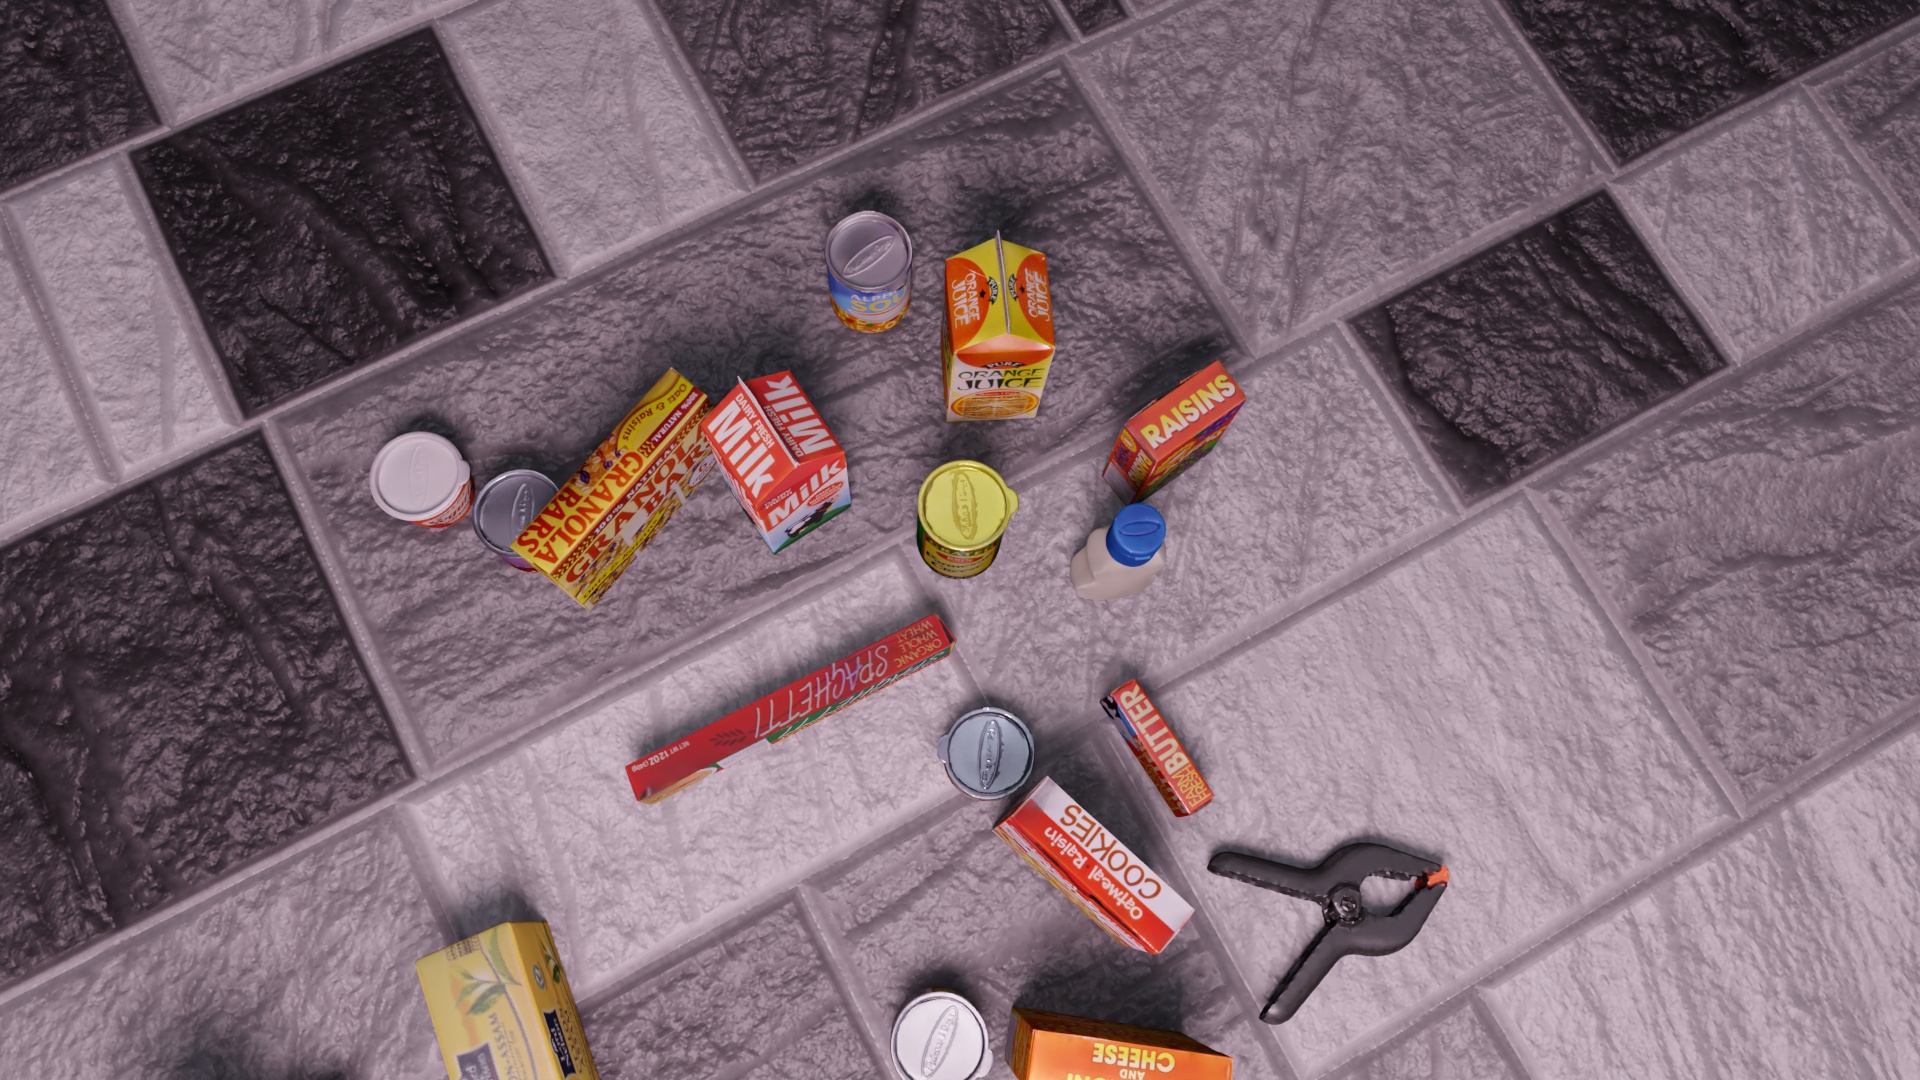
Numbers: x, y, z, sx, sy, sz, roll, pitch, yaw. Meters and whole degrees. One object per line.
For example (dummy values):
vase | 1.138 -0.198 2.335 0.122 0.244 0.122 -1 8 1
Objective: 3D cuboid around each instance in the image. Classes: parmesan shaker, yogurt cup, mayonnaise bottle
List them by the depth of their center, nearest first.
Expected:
mayonnaise bottle | 0.117 0.009 0.996 0.065 0.147 0.041 -8 76 -4
parmesan shaker | 0.004 -0.013 1.020 0.071 0.103 0.071 1 76 -2
yogurt cup | -0.397 -0.042 1.035 0.072 0.054 0.072 1 76 -2

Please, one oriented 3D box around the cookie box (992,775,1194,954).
cookie box | 0.083 0.219 0.929 0.123 0.167 0.040 41 78 8

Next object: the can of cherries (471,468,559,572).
can of cherries | -0.317 -0.012 1.029 0.071 0.058 0.071 1 76 -2

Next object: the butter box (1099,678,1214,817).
butter box | 0.142 0.151 1.009 0.024 0.053 0.103 -32 79 -9

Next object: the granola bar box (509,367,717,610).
granola bar box | -0.240 -0.033 1.004 0.039 0.124 0.166 37 77 7

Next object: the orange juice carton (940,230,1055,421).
orange juice carton | 0.025 -0.151 1.011 0.073 0.192 0.072 -4 76 -3

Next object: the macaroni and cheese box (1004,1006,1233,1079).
macaroni and cheese box | 0.097 0.337 0.899 0.124 0.166 0.040 8 76 0

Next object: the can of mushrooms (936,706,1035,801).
can of mushrooms | 0.018 0.156 1.012 0.071 0.033 0.071 1 75 -2

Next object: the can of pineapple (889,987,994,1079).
can of pineapple | -0.014 0.342 0.949 0.071 0.057 0.071 1 76 -2

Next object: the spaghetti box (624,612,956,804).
spaghetti box | -0.120 0.122 1.007 0.250 0.050 0.029 -26 78 -9

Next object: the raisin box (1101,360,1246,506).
raisin box | 0.157 -0.077 1.033 0.086 0.123 0.040 -34 80 -10

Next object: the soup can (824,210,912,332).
soup can | -0.069 -0.204 1.077 0.071 0.083 0.071 1 76 -2

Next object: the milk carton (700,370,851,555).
milk carton | -0.128 -0.056 0.980 0.073 0.190 0.072 -33 80 -10
